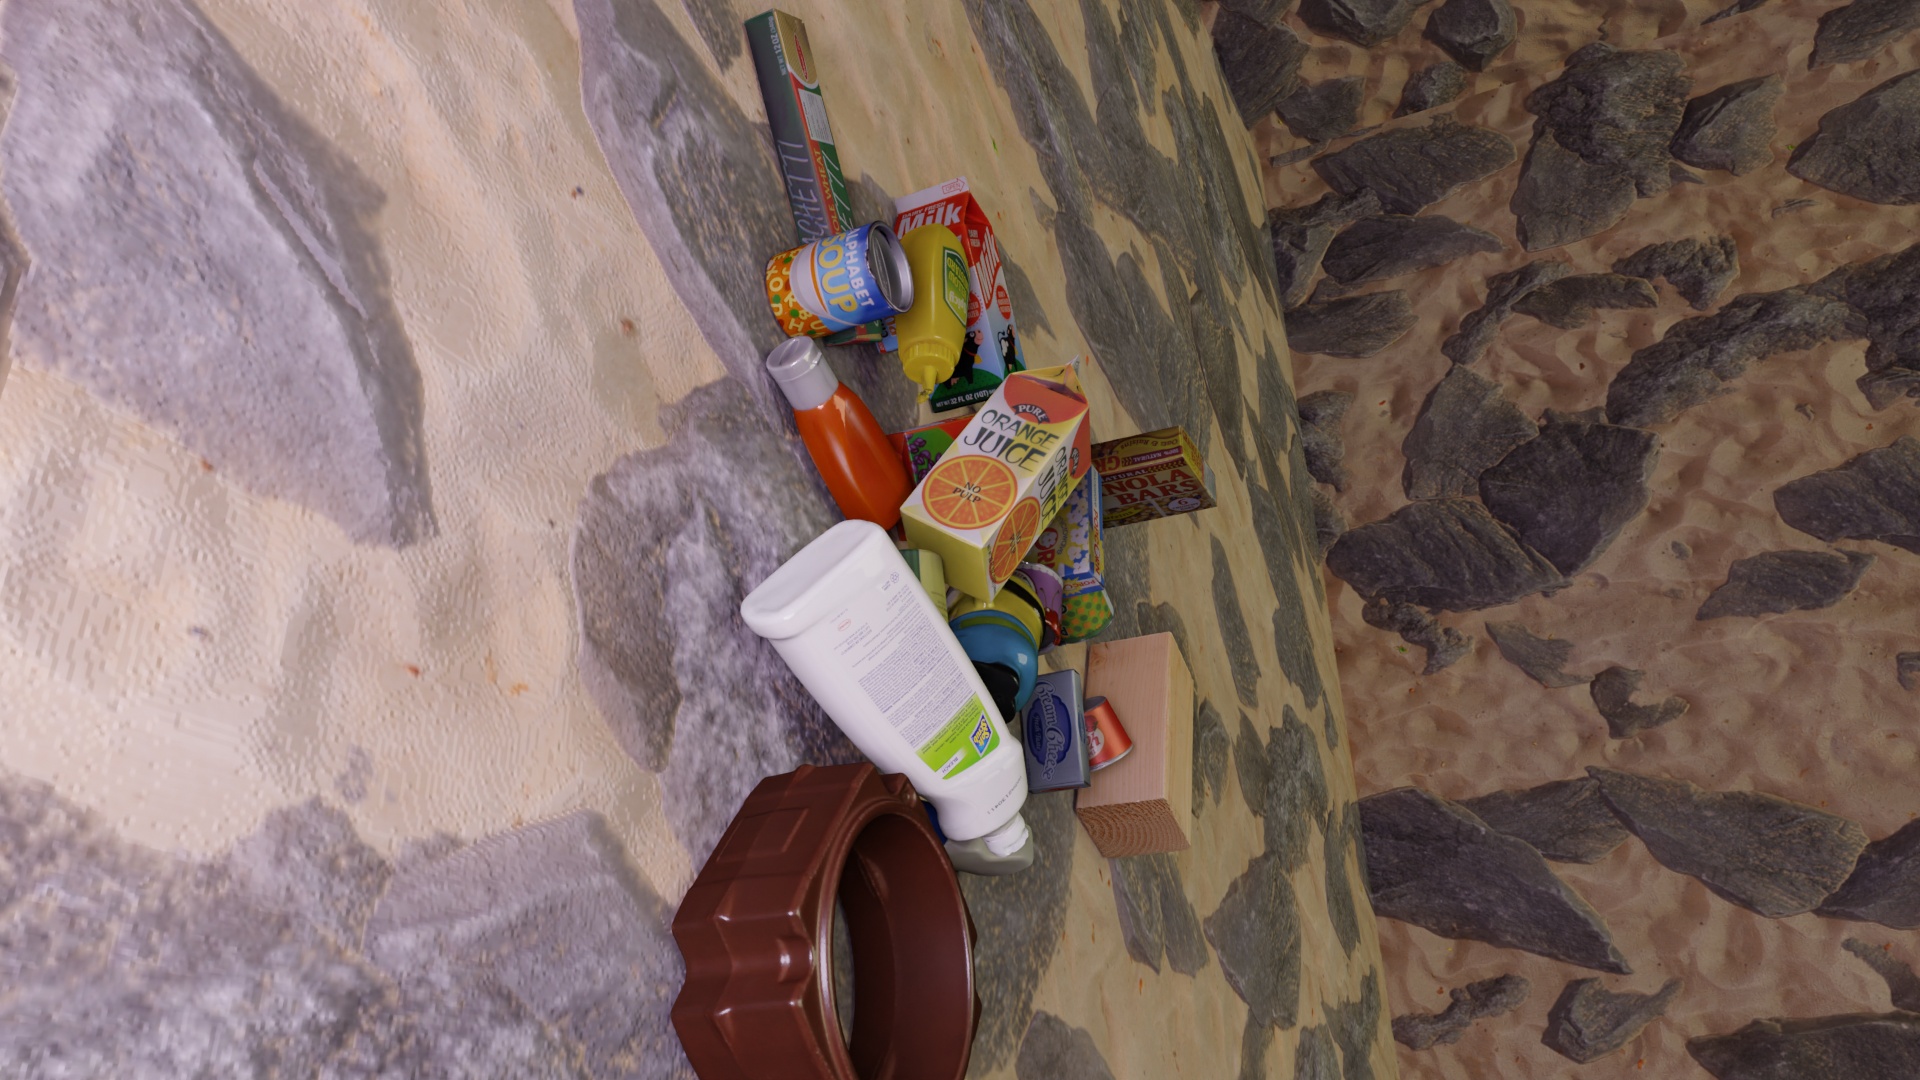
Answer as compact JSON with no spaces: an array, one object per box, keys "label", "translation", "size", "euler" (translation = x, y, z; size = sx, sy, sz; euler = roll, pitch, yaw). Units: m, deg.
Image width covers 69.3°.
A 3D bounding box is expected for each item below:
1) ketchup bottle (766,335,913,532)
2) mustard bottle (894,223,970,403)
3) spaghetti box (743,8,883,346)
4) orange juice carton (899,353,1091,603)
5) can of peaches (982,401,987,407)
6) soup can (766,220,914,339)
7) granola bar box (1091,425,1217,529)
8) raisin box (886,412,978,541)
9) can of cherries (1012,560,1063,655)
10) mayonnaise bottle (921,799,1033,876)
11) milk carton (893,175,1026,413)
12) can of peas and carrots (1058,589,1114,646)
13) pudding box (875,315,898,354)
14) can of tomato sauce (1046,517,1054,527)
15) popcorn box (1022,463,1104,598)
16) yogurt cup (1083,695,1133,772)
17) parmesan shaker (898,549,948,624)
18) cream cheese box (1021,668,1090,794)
[{"label":"ketchup bottle","translation":[-0.084,-0.075,0.972],"size":[0.148,0.043,0.065],"euler":[60,35,-36]},{"label":"mustard bottle","translation":[-0.022,-0.172,1.084],"size":[0.065,0.049,0.161],"euler":[45,39,-50]},{"label":"spaghetti box","translation":[-0.109,-0.267,1.039],"size":[0.050,0.028,0.249],"euler":[-22,99,-68]},{"label":"orange juice carton","translation":[0.041,-0.054,1.039],"size":[0.193,0.073,0.071],"euler":[-52,153,-28]},{"label":"can of peaches","translation":[0.046,-0.096,1.274],"size":[0.058,0.071,0.071],"euler":[-75,145,-50]},{"label":"soup can","translation":[-0.086,-0.181,0.973],"size":[0.071,0.083,0.071],"euler":[-14,91,-68]},{"label":"granola bar box","translation":[0.161,-0.057,1.395],"size":[0.124,0.165,0.039],"euler":[41,42,-56]},{"label":"raisin box","translation":[0.001,-0.055,1.097],"size":[0.124,0.040,0.086],"euler":[-17,97,-39]},{"label":"can of cherries","translation":[0.054,0.059,1.205],"size":[0.071,0.071,0.059],"euler":[54,33,-45]},{"label":"mayonnaise bottle","translation":[-0.005,0.210,0.987],"size":[0.148,0.064,0.041],"euler":[34,49,-55]},{"label":"milk carton","translation":[-0.003,-0.213,1.207],"size":[0.073,0.072,0.190],"euler":[-26,102,-67]},{"label":"can of peas and carrots","translation":[0.106,0.058,1.335],"size":[0.071,0.071,0.058],"euler":[-72,143,-52]},{"label":"pudding box","translation":[-0.059,-0.197,1.119],"size":[0.083,0.030,0.050],"euler":[71,24,-15]},{"label":"can of tomato sauce","translation":[0.039,-0.049,1.227],"size":[0.071,0.071,0.082],"euler":[-69,140,-54]},{"label":"popcorn box","translation":[0.088,-0.008,1.297],"size":[0.038,0.085,0.127],"euler":[48,37,-49]},{"label":"yogurt cup","translation":[0.122,0.181,1.306],"size":[0.054,0.072,0.072],"euler":[67,23,-4]},{"label":"parmesan shaker","translation":[-0.040,0.065,0.975],"size":[0.071,0.071,0.103],"euler":[31,50,-61]},{"label":"cream cheese box","translation":[0.083,0.169,1.230],"size":[0.024,0.053,0.104],"euler":[40,42,-60]}]
